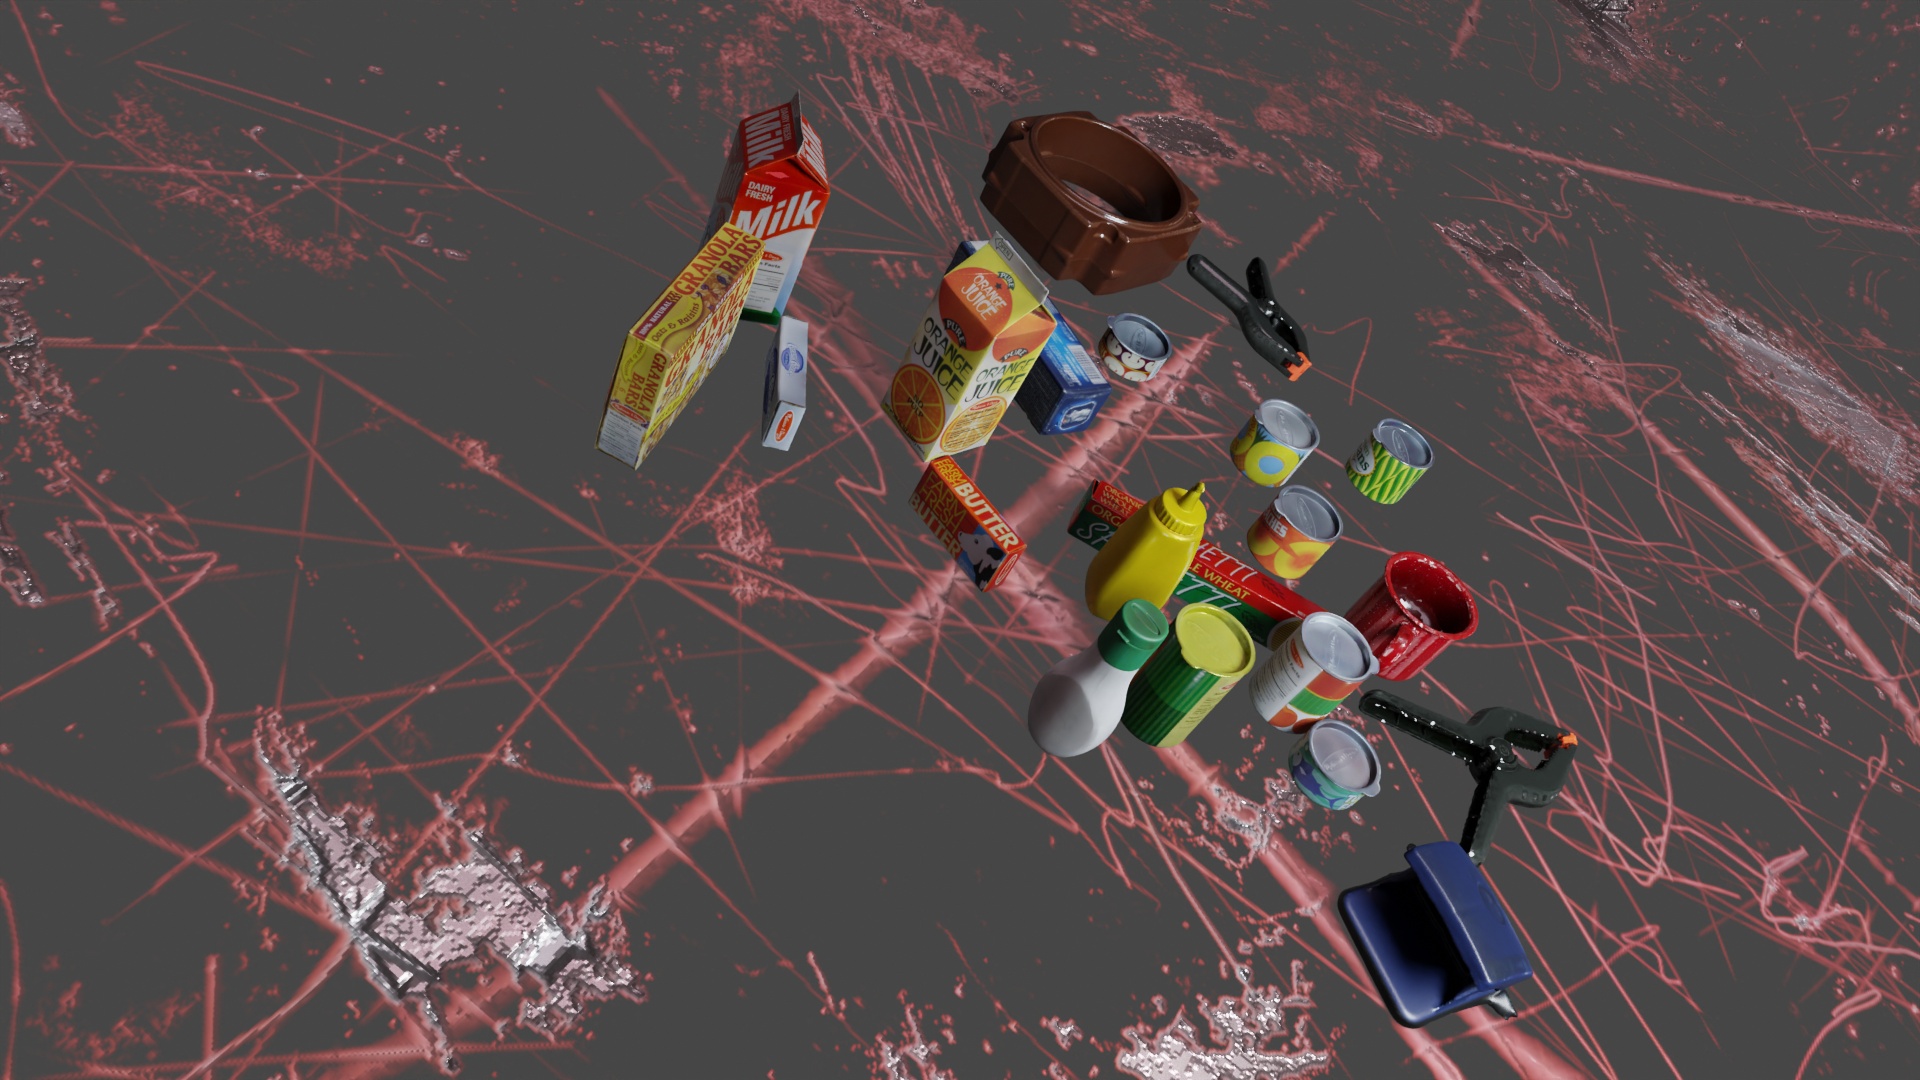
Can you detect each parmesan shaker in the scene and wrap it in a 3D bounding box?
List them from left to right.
[{"bbox_3d":[0.166,0.104,1.051,0.071,0.102,0.072,15,46,-16],"label":"parmesan shaker"}]

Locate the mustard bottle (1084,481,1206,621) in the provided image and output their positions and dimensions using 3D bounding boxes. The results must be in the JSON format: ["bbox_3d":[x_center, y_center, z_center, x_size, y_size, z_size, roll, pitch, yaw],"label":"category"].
[{"bbox_3d":[0.154,0.004,1.093,0.065,0.159,0.049,11,48,-21],"label":"mustard bottle"}]

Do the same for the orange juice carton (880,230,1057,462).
[{"bbox_3d":[0.012,-0.157,1.136,0.073,0.191,0.072,-19,63,-39],"label":"orange juice carton"}]

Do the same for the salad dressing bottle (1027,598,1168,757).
[{"bbox_3d":[0.098,0.098,0.987,0.044,0.146,0.064,-22,65,-40],"label":"salad dressing bottle"}]

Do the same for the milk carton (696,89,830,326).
[{"bbox_3d":[-0.160,-0.274,1.148,0.073,0.189,0.073,8,49,-23],"label":"milk carton"}]

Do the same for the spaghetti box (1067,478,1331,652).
[{"bbox_3d":[0.208,0.031,1.177,0.250,0.050,0.029,30,44,-2],"label":"spaghetti box"}]

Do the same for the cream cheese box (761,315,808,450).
[{"bbox_3d":[-0.143,-0.128,1.126,0.024,0.053,0.104,13,47,-19],"label":"cream cheese box"}]

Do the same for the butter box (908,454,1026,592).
[{"bbox_3d":[0.004,-0.014,1.104,0.024,0.052,0.104,-23,65,-40],"label":"butter box"}]

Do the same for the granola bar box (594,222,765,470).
[{"bbox_3d":[-0.213,-0.150,1.056,0.039,0.123,0.166,28,44,-4],"label":"granola bar box"}]

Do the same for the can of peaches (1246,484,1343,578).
[{"bbox_3d":[0.299,-0.008,1.255,0.071,0.057,0.071,15,46,-16],"label":"can of peaches"}]

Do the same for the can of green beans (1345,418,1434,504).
[{"bbox_3d":[0.429,-0.079,1.389,0.071,0.057,0.071,15,46,-16],"label":"can of green beans"}]

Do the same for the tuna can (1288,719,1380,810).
[{"bbox_3d":[0.299,0.181,1.105,0.071,0.032,0.071,15,46,-16],"label":"tuna can"}]

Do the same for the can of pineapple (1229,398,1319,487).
[{"bbox_3d":[0.299,-0.094,1.332,0.071,0.057,0.071,15,46,-16],"label":"can of pineapple"}]

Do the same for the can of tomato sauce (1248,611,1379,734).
[{"bbox_3d":[0.285,0.109,1.125,0.071,0.082,0.071,15,46,-16],"label":"can of tomato sauce"}]

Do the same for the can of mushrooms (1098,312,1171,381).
[{"bbox_3d":[0.169,-0.191,1.365,0.071,0.033,0.071,15,46,-16],"label":"can of mushrooms"}]
